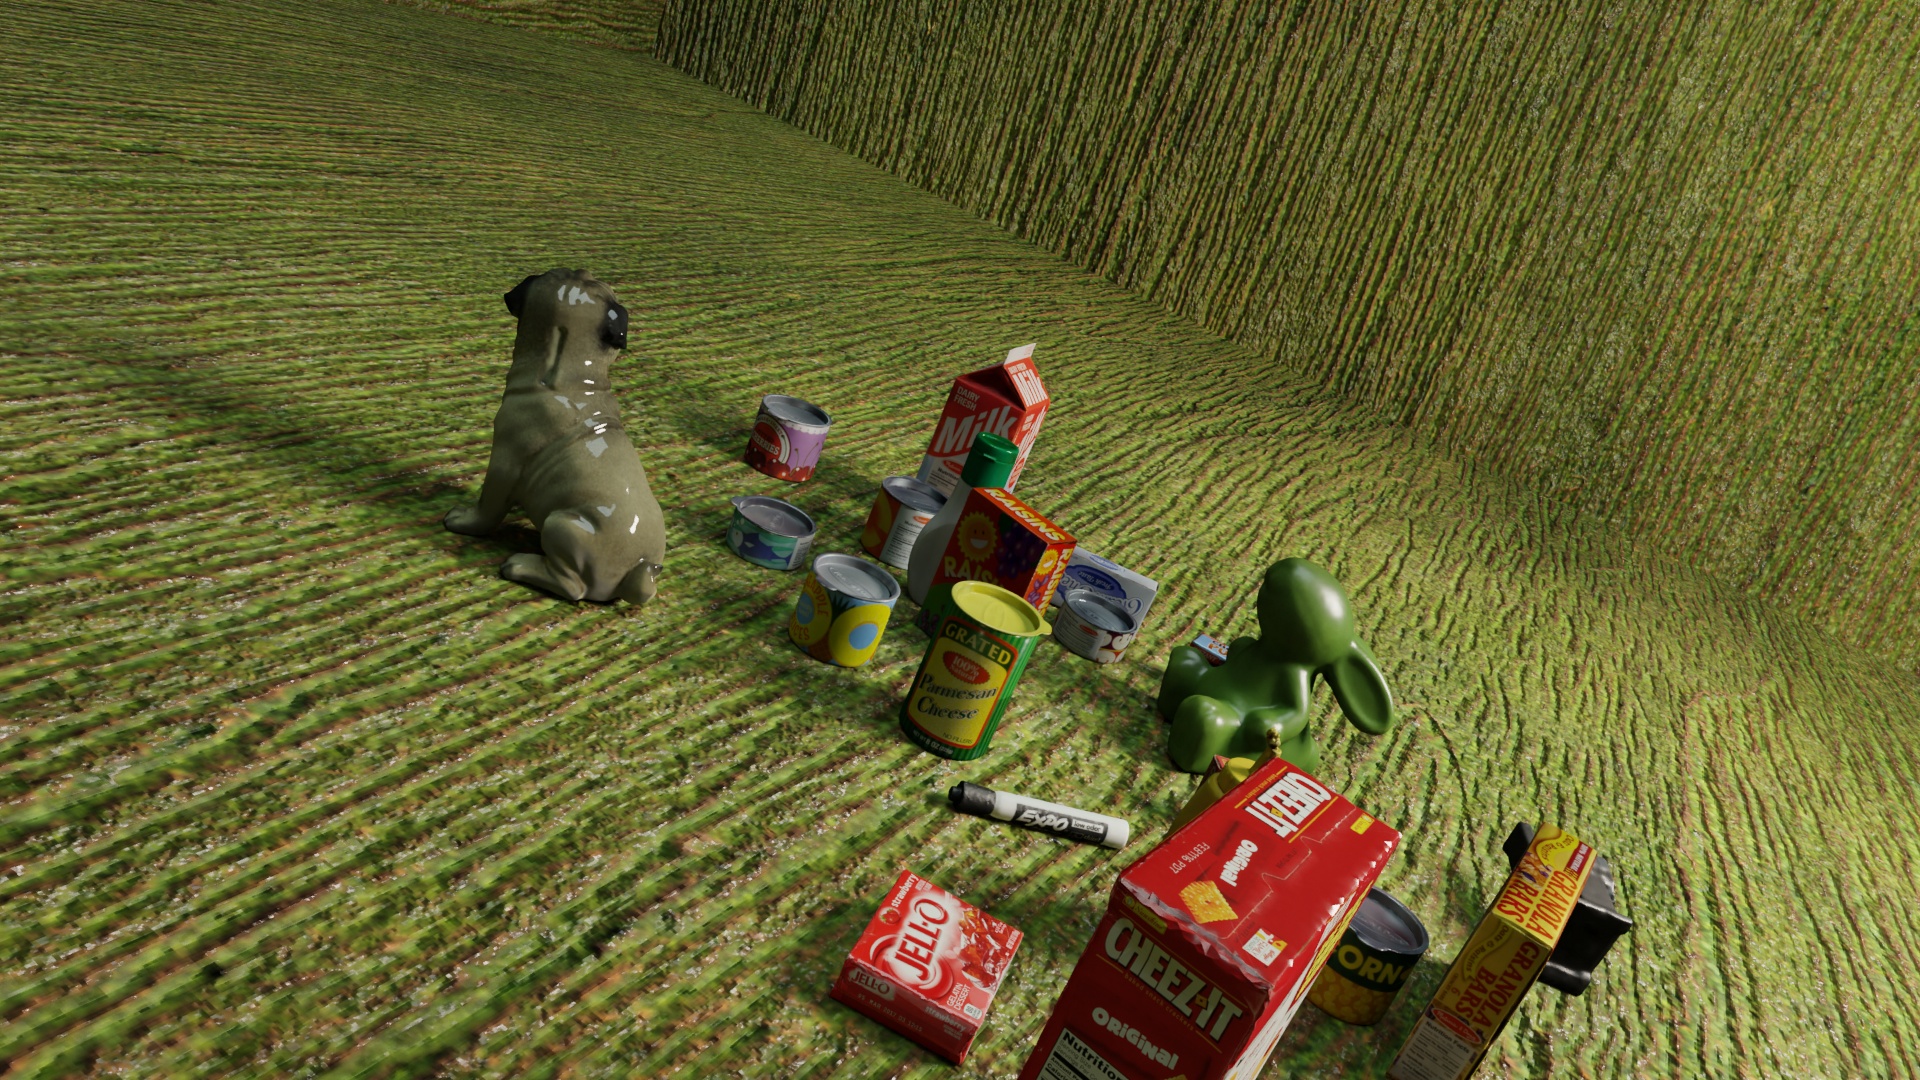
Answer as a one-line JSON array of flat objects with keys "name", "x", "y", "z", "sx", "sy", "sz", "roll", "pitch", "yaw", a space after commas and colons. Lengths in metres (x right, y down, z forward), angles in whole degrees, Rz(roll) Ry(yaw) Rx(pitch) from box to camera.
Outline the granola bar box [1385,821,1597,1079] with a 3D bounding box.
[{"name": "granola bar box", "x": 0.320, "y": 0.249, "z": 0.826, "sx": 0.039, "sy": 0.123, "sz": 0.166, "roll": 32, "pitch": 23, "yaw": 24}]

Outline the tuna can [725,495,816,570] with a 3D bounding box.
[{"name": "tuna can", "x": -0.152, "y": -0.007, "z": 1.096, "sx": 0.071, "sy": 0.032, "sz": 0.071, "roll": 20, "pitch": 21, "yaw": -8}]

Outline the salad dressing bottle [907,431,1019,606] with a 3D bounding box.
[{"name": "salad dressing bottle", "x": 0.004, "y": -0.014, "z": 1.109, "sx": 0.064, "sy": 0.147, "sz": 0.044, "roll": 25, "pitch": 21, "yaw": 6}]

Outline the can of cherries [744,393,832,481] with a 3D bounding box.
[{"name": "can of cherries", "x": -0.159, "y": -0.093, "z": 1.260, "sx": 0.071, "sy": 0.058, "sz": 0.072, "roll": 20, "pitch": 21, "yaw": -8}]

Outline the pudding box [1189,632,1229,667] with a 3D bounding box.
[{"name": "pudding box", "x": 0.223, "y": 0.118, "z": 1.147, "sx": 0.084, "sy": 0.049, "sz": 0.030, "roll": 29, "pitch": 22, "yaw": 17}]

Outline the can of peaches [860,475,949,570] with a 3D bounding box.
[{"name": "can of peaches", "x": -0.046, "y": -0.015, "z": 1.187, "sx": 0.071, "sy": 0.057, "sz": 0.071, "roll": 20, "pitch": 21, "yaw": -8}]

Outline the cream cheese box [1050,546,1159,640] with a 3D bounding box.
[{"name": "cream cheese box", "x": 0.116, "y": 0.042, "z": 1.218, "sx": 0.104, "sy": 0.053, "sz": 0.024, "roll": 24, "pitch": 21, "yaw": 4}]

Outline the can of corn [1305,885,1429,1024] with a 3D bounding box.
[{"name": "can of corn", "x": 0.238, "y": 0.248, "z": 0.837, "sx": 0.071, "sy": 0.058, "sz": 0.071, "roll": 20, "pitch": 21, "yaw": -8}]

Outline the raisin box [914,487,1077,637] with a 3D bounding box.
[{"name": "raisin box", "x": 0.026, "y": 0.032, "z": 1.053, "sx": 0.040, "sy": 0.123, "sz": 0.086, "roll": -3, "pitch": 32, "yaw": -49}]

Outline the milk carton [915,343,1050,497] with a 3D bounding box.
[{"name": "milk carton", "x": 0.020, "y": -0.087, "z": 1.241, "sx": 0.073, "sy": 0.189, "sz": 0.072, "roll": 28, "pitch": 21, "yaw": 13}]

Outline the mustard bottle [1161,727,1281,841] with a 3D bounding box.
[{"name": "mustard bottle", "x": 0.148, "y": 0.174, "z": 0.783, "sx": 0.049, "sy": 0.159, "sz": 0.065, "roll": 12, "pitch": 23, "yaw": -26}]

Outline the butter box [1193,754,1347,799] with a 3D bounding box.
[{"name": "butter box", "x": 0.214, "y": 0.189, "z": 0.963, "sx": 0.103, "sy": 0.053, "sz": 0.024, "roll": 19, "pitch": 21, "yaw": -9}]

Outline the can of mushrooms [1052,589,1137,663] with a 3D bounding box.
[{"name": "can of mushrooms", "x": 0.114, "y": 0.072, "z": 1.170, "sx": 0.071, "sy": 0.033, "sz": 0.071, "roll": 20, "pitch": 21, "yaw": -8}]

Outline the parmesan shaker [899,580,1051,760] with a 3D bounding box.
[{"name": "parmesan shaker", "x": 0.009, "y": 0.089, "z": 0.929, "sx": 0.071, "sy": 0.102, "sz": 0.071, "roll": 20, "pitch": 21, "yaw": -8}]

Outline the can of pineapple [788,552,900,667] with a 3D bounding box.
[{"name": "can of pineapple", "x": -0.085, "y": 0.049, "z": 0.992, "sx": 0.071, "sy": 0.057, "sz": 0.071, "roll": 20, "pitch": 21, "yaw": -8}]
